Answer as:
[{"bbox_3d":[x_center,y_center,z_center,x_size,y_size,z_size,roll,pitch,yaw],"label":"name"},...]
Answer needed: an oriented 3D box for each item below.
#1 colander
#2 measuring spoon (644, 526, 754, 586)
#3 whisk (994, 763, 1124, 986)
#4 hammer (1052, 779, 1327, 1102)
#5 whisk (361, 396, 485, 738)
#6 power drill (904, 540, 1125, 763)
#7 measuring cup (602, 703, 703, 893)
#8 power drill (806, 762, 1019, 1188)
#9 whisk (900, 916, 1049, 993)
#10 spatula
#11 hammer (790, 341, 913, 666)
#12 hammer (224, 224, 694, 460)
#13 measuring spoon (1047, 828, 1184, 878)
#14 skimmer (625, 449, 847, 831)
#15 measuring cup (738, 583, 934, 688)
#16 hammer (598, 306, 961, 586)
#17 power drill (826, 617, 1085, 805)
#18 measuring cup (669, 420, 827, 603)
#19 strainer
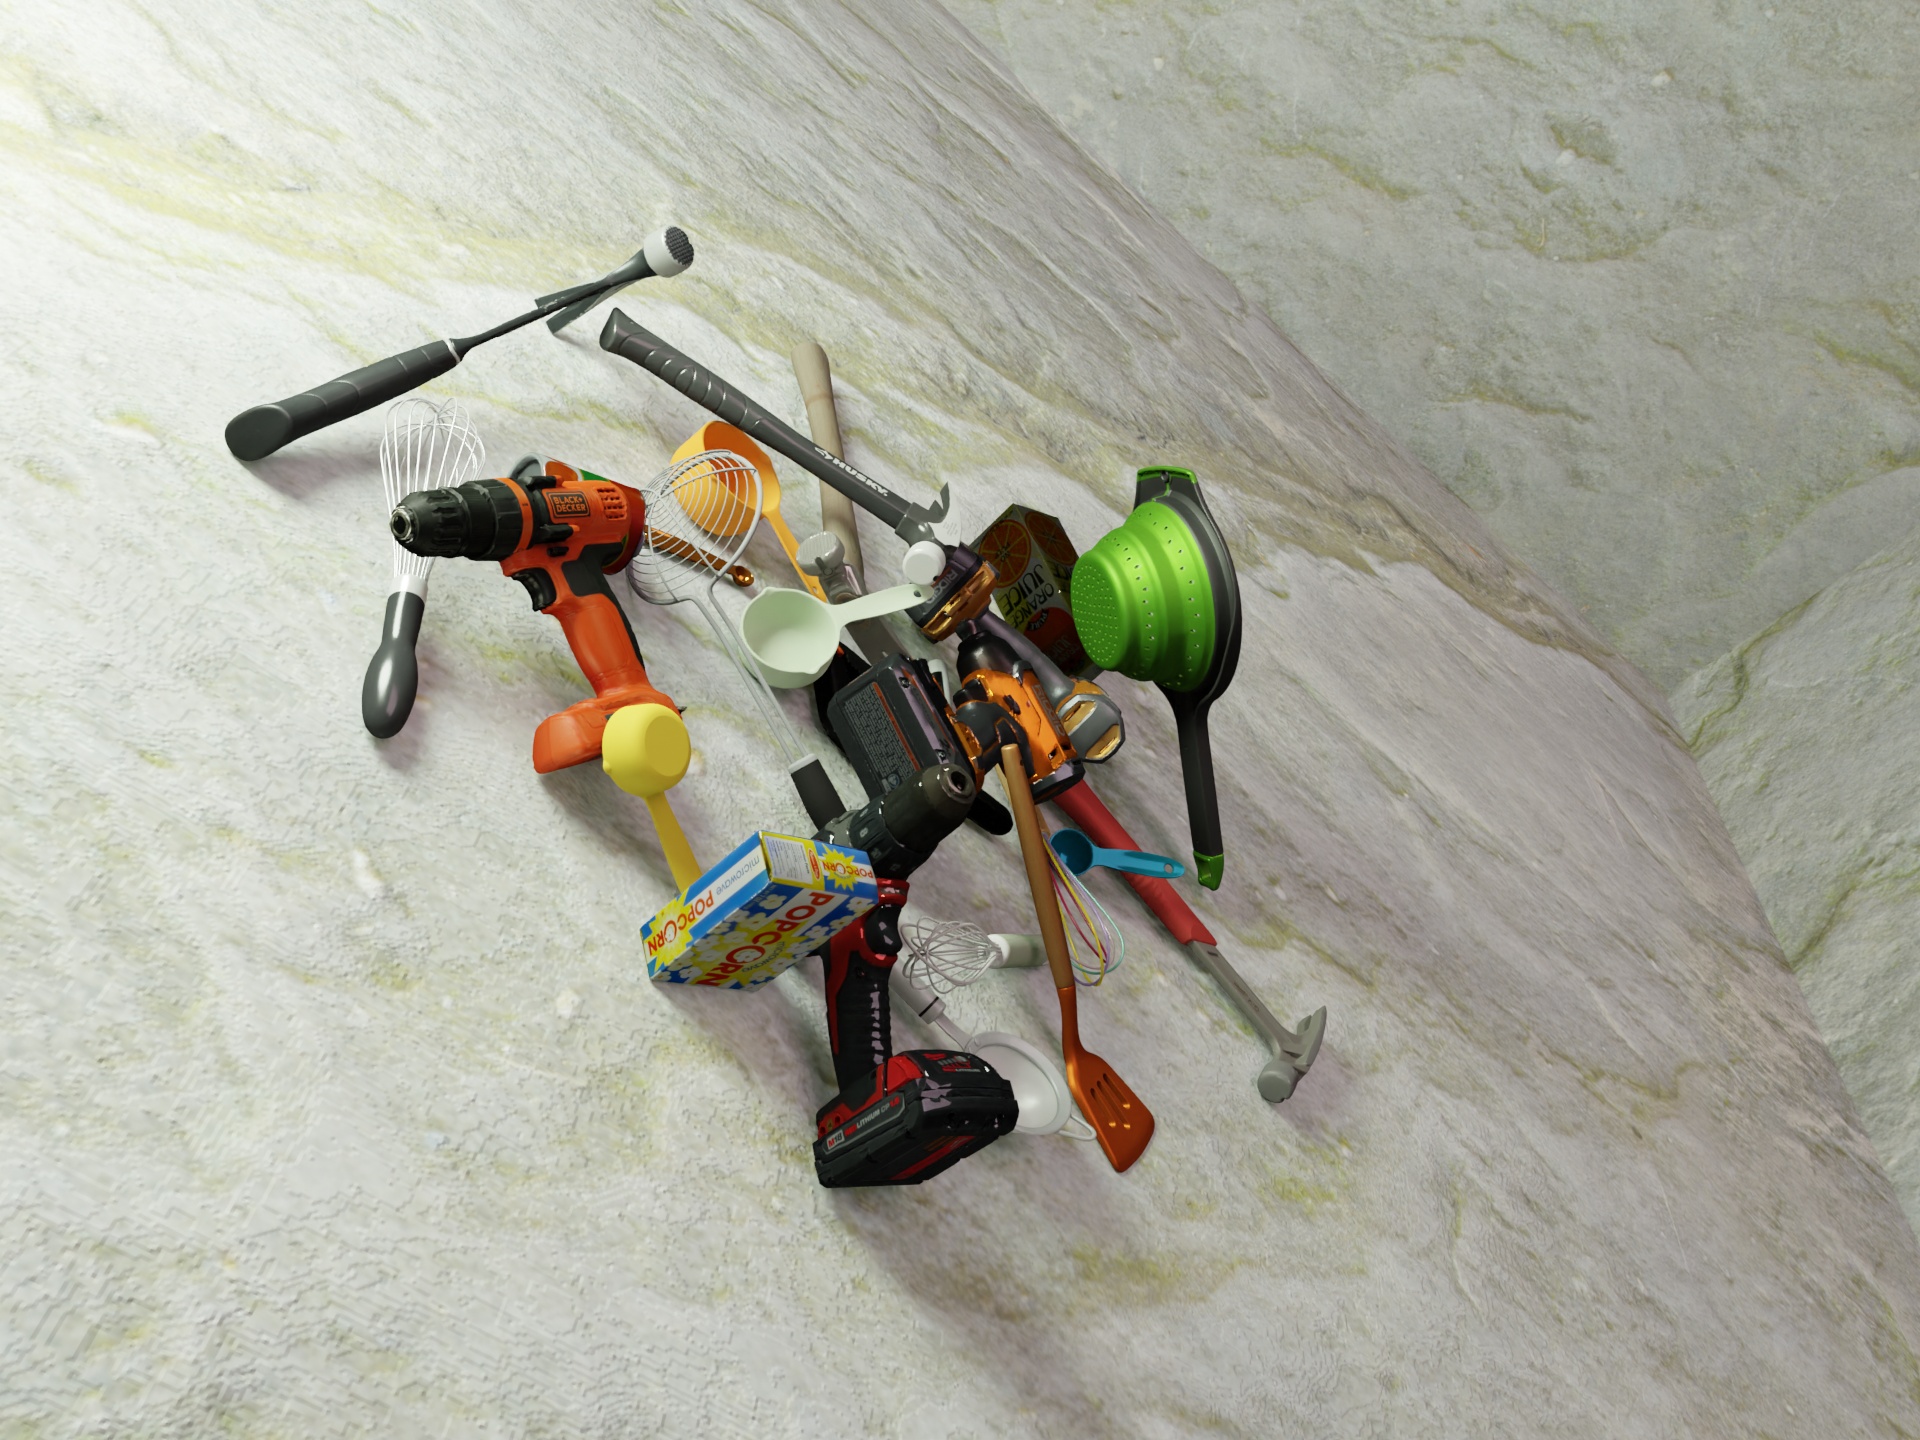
[{"bbox_3d":[0.174,-0.027,1.444,0.094,0.205,0.397,-13,103,-19],"label":"colander"},{"bbox_3d":[-0.213,-0.129,1.248,0.116,0.011,0.021,22,39,-33],"label":"measuring spoon"},{"bbox_3d":[0.074,0.111,1.306,0.047,0.051,0.245,58,7,-52],"label":"whisk"},{"bbox_3d":[0.192,0.166,1.414,0.359,0.036,0.149,50,30,1],"label":"hammer"},{"bbox_3d":[-0.342,-0.103,1.001,0.070,0.070,0.285,26,42,-34],"label":"whisk"},{"bbox_3d":[0.051,-0.060,1.424,0.226,0.084,0.185,43,6,-6],"label":"power drill"},{"bbox_3d":[-0.175,0.063,0.997,0.062,0.029,0.156,-36,109,-54],"label":"measuring cup"},{"bbox_3d":[-0.038,0.153,0.980,0.080,0.188,0.227,12,49,-41],"label":"power drill"},{"bbox_3d":[0.020,0.165,1.137,0.059,0.058,0.246,42,10,22],"label":"whisk"},{"bbox_3d":[0.081,0.172,1.178,0.081,0.041,0.322,-28,106,-60],"label":"spatula"},{"bbox_3d":[-0.111,-0.214,1.429,0.146,0.038,0.411,57,14,-41],"label":"hammer"},{"bbox_3d":[-0.355,-0.266,1.130,0.036,0.149,0.409,64,36,-17],"label":"hammer"},{"bbox_3d":[0.131,0.122,1.362,0.128,0.021,0.042,11,65,-17],"label":"measuring spoon"},{"bbox_3d":[-0.134,-0.027,1.163,0.363,0.127,0.090,61,19,0],"label":"skimmer"},{"bbox_3d":[-0.096,-0.073,1.241,0.167,0.038,0.083,-19,67,-28],"label":"measuring cup"},{"bbox_3d":[-0.144,-0.231,1.289,0.334,0.035,0.146,32,28,-6],"label":"hammer"},{"bbox_3d":[-0.002,-0.004,1.234,0.226,0.084,0.164,-9,69,-59],"label":"power drill"},{"bbox_3d":[-0.172,-0.158,1.296,0.173,0.052,0.095,58,27,-4],"label":"measuring cup"},{"bbox_3d":[-0.014,0.206,1.094,0.258,0.050,0.087,45,29,4],"label":"strainer"}]
